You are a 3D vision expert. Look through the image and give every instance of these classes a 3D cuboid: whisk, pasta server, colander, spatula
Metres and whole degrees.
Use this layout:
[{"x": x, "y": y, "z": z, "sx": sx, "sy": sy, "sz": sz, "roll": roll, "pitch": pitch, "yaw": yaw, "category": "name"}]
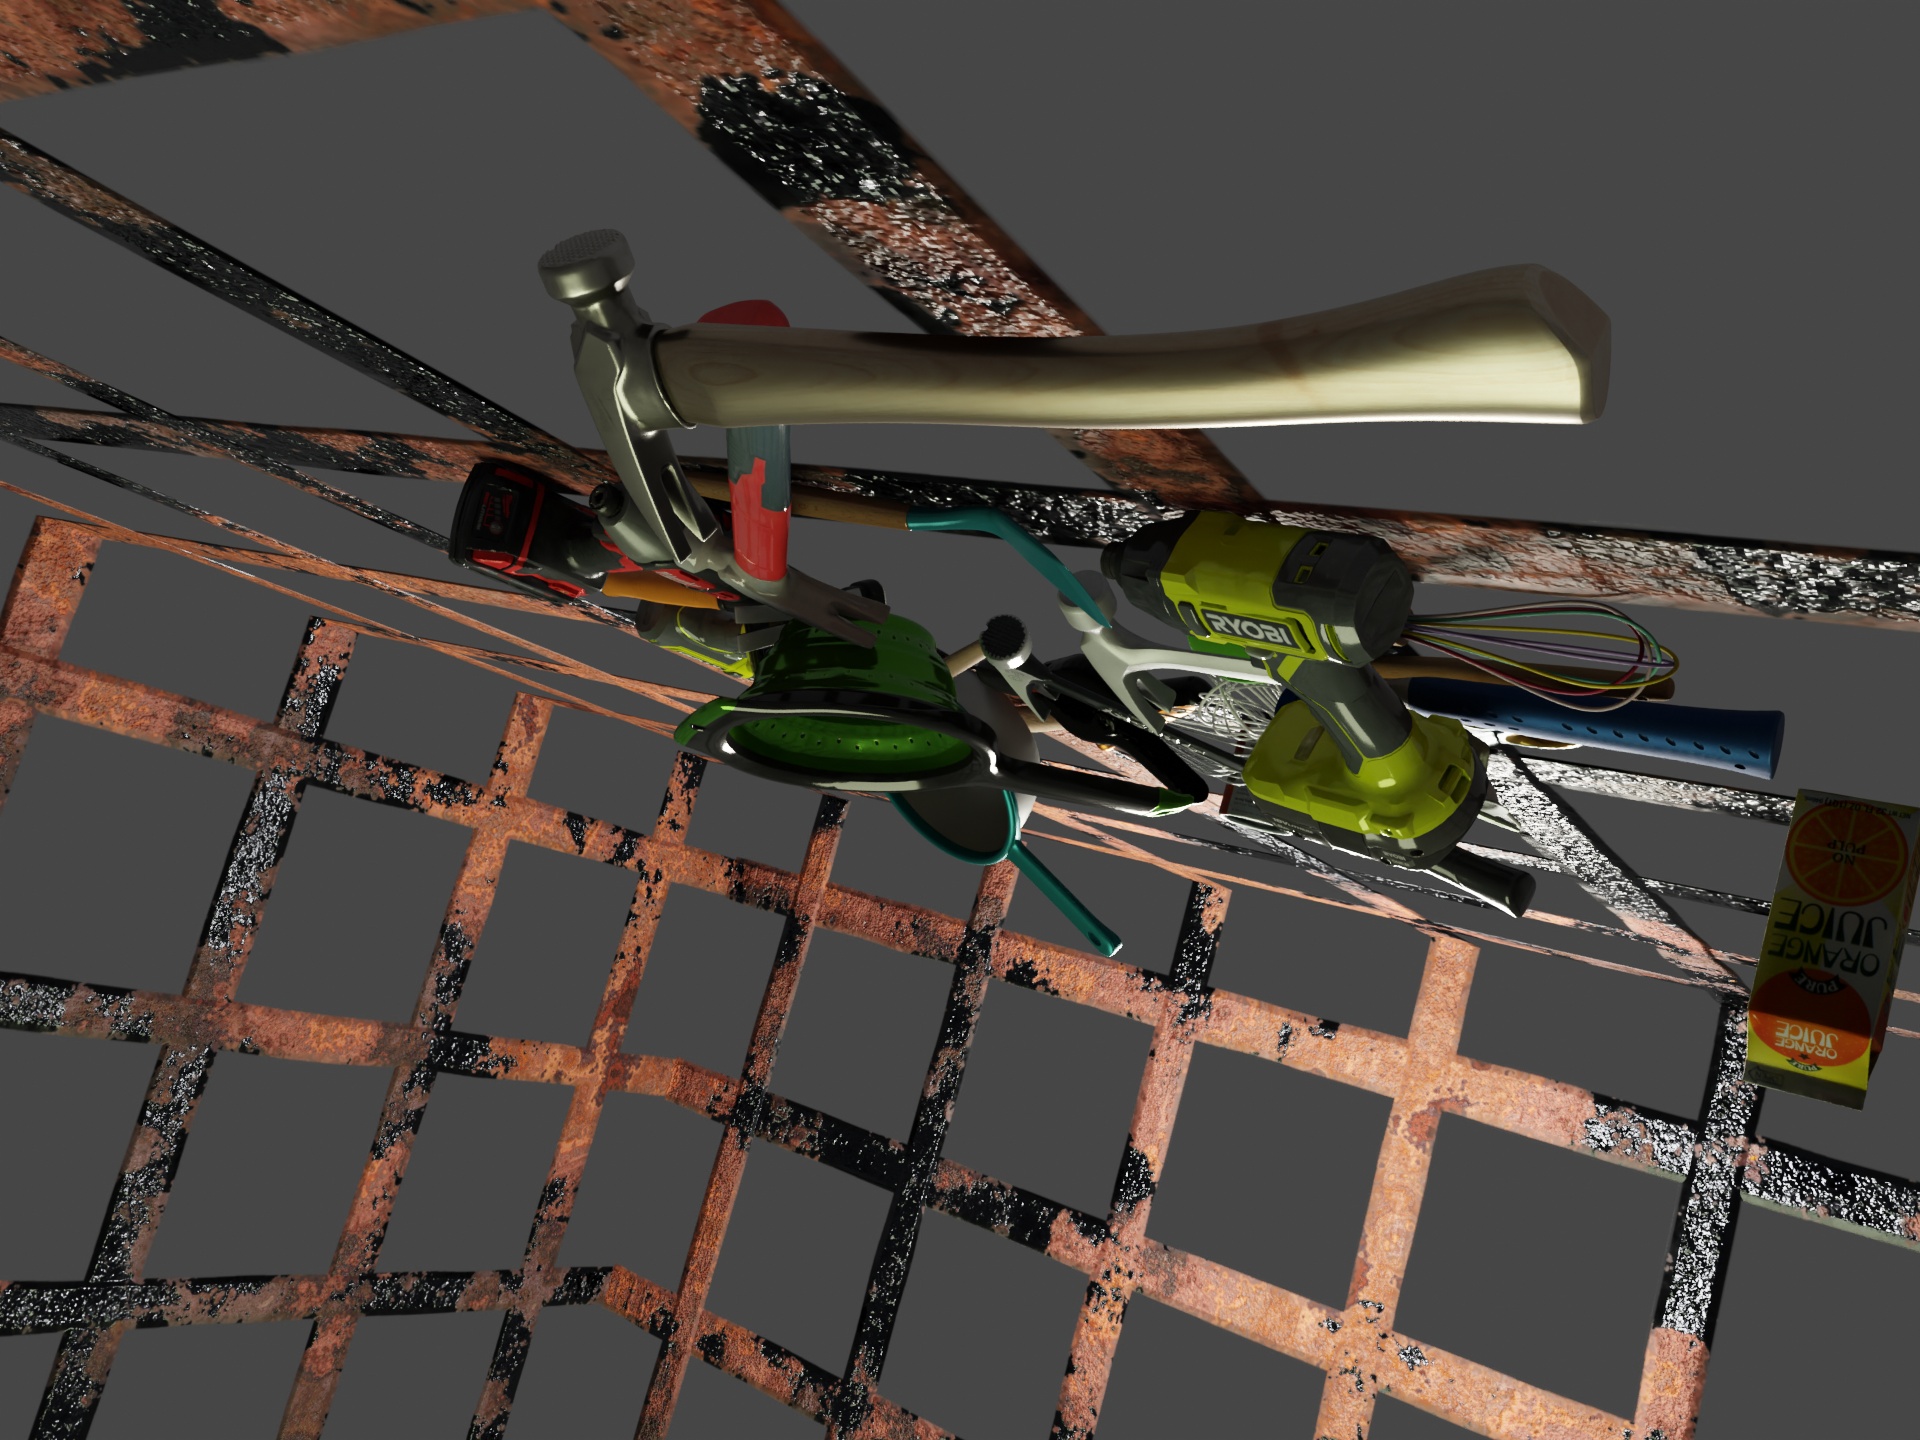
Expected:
[{"x": 0.251, "y": -0.046, "z": 0.835, "sx": 0.245, "sy": 0.047, "sz": 0.051, "roll": 14, "pitch": 155, "yaw": 44, "category": "whisk"}, {"x": -0.046, "y": -0.020, "z": 1.383, "sx": 0.060, "sy": 0.040, "sz": 0.316, "roll": 23, "pitch": 156, "yaw": -22, "category": "pasta server"}, {"x": -0.002, "y": -0.004, "z": 1.147, "sx": 0.396, "sy": 0.095, "sz": 0.204, "roll": 12, "pitch": 161, "yaw": -25, "category": "colander"}, {"x": 0.132, "y": -0.010, "z": 1.306, "sx": 0.285, "sy": 0.070, "sz": 0.070, "roll": 16, "pitch": 174, "yaw": 30, "category": "whisk"}, {"x": -0.055, "y": -0.116, "z": 0.949, "sx": 0.318, "sy": 0.044, "sz": 0.082, "roll": 13, "pitch": 165, "yaw": 29, "category": "spatula"}, {"x": 0.249, "y": 0.003, "z": 1.203, "sx": 0.246, "sy": 0.059, "sz": 0.058, "roll": 19, "pitch": -144, "yaw": -52, "category": "whisk"}]

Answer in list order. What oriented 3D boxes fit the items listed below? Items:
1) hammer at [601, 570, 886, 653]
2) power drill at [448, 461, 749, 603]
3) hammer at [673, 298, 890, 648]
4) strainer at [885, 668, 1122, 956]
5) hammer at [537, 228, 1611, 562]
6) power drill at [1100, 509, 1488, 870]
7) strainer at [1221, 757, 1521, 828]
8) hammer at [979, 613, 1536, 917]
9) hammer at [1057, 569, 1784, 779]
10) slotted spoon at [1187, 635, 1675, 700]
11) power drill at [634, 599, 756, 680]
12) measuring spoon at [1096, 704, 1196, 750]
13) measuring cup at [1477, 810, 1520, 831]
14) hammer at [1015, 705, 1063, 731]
[{"x": -0.208, "y": -0.100, "z": 1.282, "sx": 0.127, "sy": 0.034, "sz": 0.337, "roll": -16, "pitch": -162, "yaw": -37, "category": "hammer"}, {"x": -0.257, "y": -0.133, "z": 1.132, "sx": 0.220, "sy": 0.078, "sz": 0.143, "roll": 6, "pitch": 169, "yaw": 37, "category": "power drill"}, {"x": -0.095, "y": -0.122, "z": 0.868, "sx": 0.143, "sy": 0.038, "sz": 0.386, "roll": 25, "pitch": 168, "yaw": -2, "category": "hammer"}, {"x": 0.047, "y": 0.069, "z": 1.474, "sx": 0.340, "sy": 0.095, "sz": 0.211, "roll": 46, "pitch": 149, "yaw": 12, "category": "strainer"}, {"x": 0.022, "y": -0.118, "z": 0.591, "sx": 0.411, "sy": 0.038, "sz": 0.146, "roll": 7, "pitch": 132, "yaw": 31, "category": "hammer"}, {"x": 0.180, "y": -0.022, "z": 0.850, "sx": 0.171, "sy": 0.080, "sz": 0.223, "roll": 16, "pitch": 154, "yaw": 45, "category": "power drill"}, {"x": 0.321, "y": 0.047, "z": 1.228, "sx": 0.258, "sy": 0.050, "sz": 0.087, "roll": 6, "pitch": 173, "yaw": -15, "category": "strainer"}, {"x": 0.204, "y": 0.038, "z": 1.121, "sx": 0.409, "sy": 0.036, "sz": 0.149, "roll": 26, "pitch": 171, "yaw": 17, "category": "hammer"}, {"x": 0.256, "y": -0.015, "z": 0.934, "sx": 0.406, "sy": 0.035, "sz": 0.143, "roll": 11, "pitch": 153, "yaw": 32, "category": "hammer"}, {"x": 0.270, "y": -0.031, "z": 0.966, "sx": 0.314, "sy": 0.031, "sz": 0.070, "roll": 7, "pitch": 166, "yaw": 42, "category": "slotted spoon"}, {"x": -0.160, "y": -0.065, "z": 1.422, "sx": 0.190, "sy": 0.080, "sz": 0.229, "roll": 23, "pitch": 173, "yaw": -37, "category": "power drill"}, {"x": 0.158, "y": 0.006, "z": 1.366, "sx": 0.021, "sy": 0.011, "sz": 0.117, "roll": 22, "pitch": 149, "yaw": -33, "category": "measuring spoon"}, {"x": 0.348, "y": 0.036, "z": 1.170, "sx": 0.167, "sy": 0.038, "sz": 0.083, "roll": 24, "pitch": 178, "yaw": -13, "category": "measuring cup"}, {"x": 0.086, "y": -0.002, "z": 1.535, "sx": 0.130, "sy": 0.031, "sz": 0.331, "roll": 19, "pitch": 172, "yaw": -20, "category": "hammer"}]
